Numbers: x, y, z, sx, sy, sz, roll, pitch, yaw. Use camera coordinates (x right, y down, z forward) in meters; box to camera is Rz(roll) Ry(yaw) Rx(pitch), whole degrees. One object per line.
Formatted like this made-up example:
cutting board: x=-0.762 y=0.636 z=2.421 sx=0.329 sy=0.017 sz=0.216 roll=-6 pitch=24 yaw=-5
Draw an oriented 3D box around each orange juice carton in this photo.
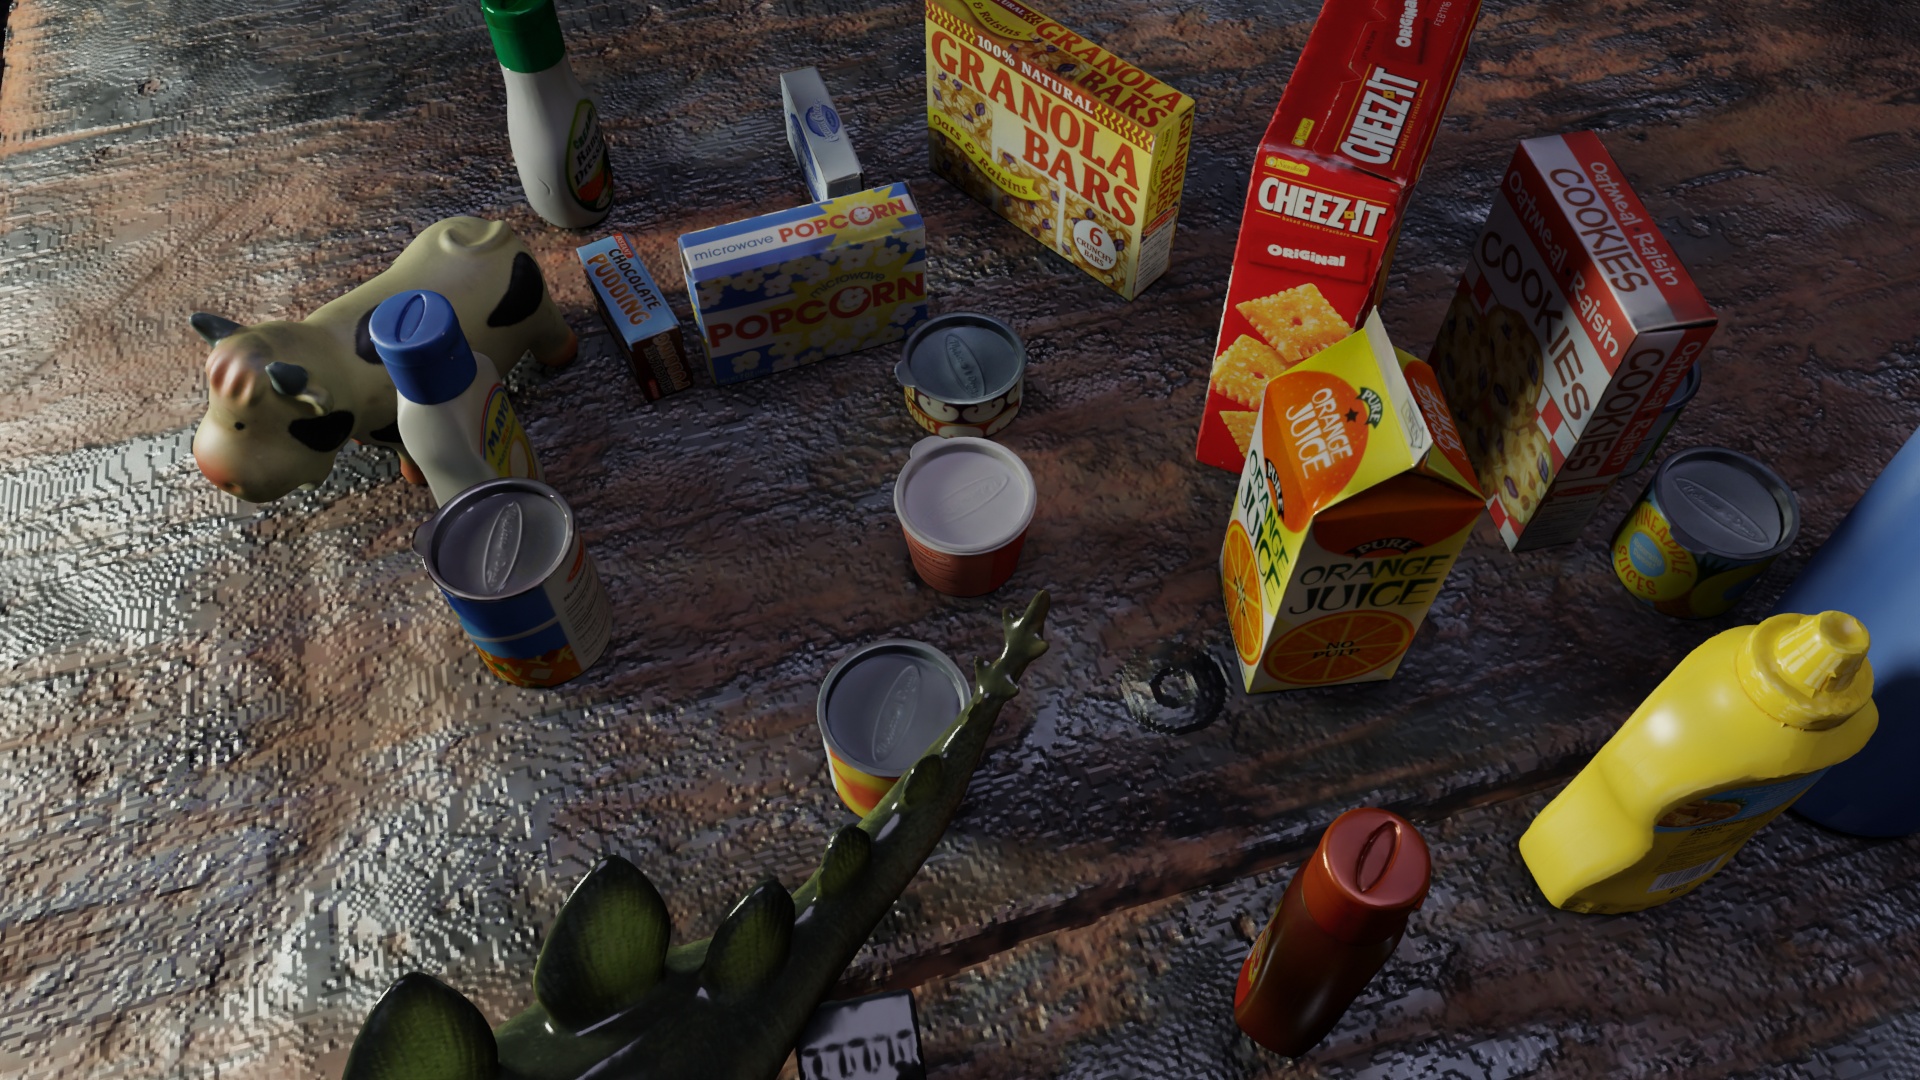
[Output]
orange juice carton: x=0.166 y=-0.011 z=0.600 sx=0.073 sy=0.191 sz=0.072 roll=-5 pitch=56 yaw=-3

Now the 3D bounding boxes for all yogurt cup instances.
yogurt cup: x=0.002 y=-0.009 z=0.682 sx=0.072 sy=0.053 sz=0.073 roll=0 pitch=56 yaw=0

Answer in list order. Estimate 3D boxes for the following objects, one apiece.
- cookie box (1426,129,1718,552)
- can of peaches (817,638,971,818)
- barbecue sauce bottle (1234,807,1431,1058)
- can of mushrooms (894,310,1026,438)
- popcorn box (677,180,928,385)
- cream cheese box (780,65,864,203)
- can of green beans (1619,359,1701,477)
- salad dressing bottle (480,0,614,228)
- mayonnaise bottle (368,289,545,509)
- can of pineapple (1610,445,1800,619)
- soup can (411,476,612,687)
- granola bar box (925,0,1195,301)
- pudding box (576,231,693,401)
cookie box: x=0.285 y=-0.092 z=0.670 sx=0.040 sy=0.166 sz=0.123 roll=-9 pitch=57 yaw=-6
can of peaches: x=-0.026 y=0.087 z=0.615 sx=0.071 sy=0.057 sz=0.071 roll=0 pitch=56 yaw=0
barbecue sauce bottle: x=0.139 y=0.146 z=0.521 sx=0.044 sy=0.147 sz=0.065 roll=28 pitch=61 yaw=18
can of mushrooms: x=0.000 y=-0.088 z=0.748 sx=0.071 sy=0.033 sz=0.071 roll=0 pitch=56 yaw=0
popcorn box: x=-0.082 y=-0.138 z=0.750 sx=0.127 sy=0.084 sz=0.038 roll=-16 pitch=58 yaw=-11
cream cheese box: x=-0.081 y=-0.230 z=0.832 sx=0.024 sy=0.053 sz=0.104 roll=-16 pitch=58 yaw=-10
can of green beans: x=0.340 y=-0.075 z=0.724 sx=0.071 sy=0.057 sz=0.071 roll=0 pitch=56 yaw=0
salad dressing bottle: x=-0.233 y=-0.245 z=0.786 sx=0.044 sy=0.147 sz=0.064 roll=11 pitch=57 yaw=8
mayonnaise bottle: x=-0.235 y=-0.054 z=0.657 sx=0.041 sy=0.147 sz=0.065 roll=3 pitch=56 yaw=2
can of pineapple: x=0.358 y=-0.003 z=0.675 sx=0.071 sy=0.057 sz=0.071 roll=0 pitch=56 yaw=0
soup can: x=-0.205 y=0.021 z=0.644 sx=0.071 sy=0.083 sz=0.072 roll=0 pitch=56 yaw=0
granola bar box: x=0.052 y=-0.229 z=0.788 sx=0.166 sy=0.123 sz=0.039 roll=39 pitch=65 yaw=23
pudding box: x=-0.178 y=-0.124 z=0.762 sx=0.030 sy=0.049 sz=0.084 roll=-25 pitch=59 yaw=-15
